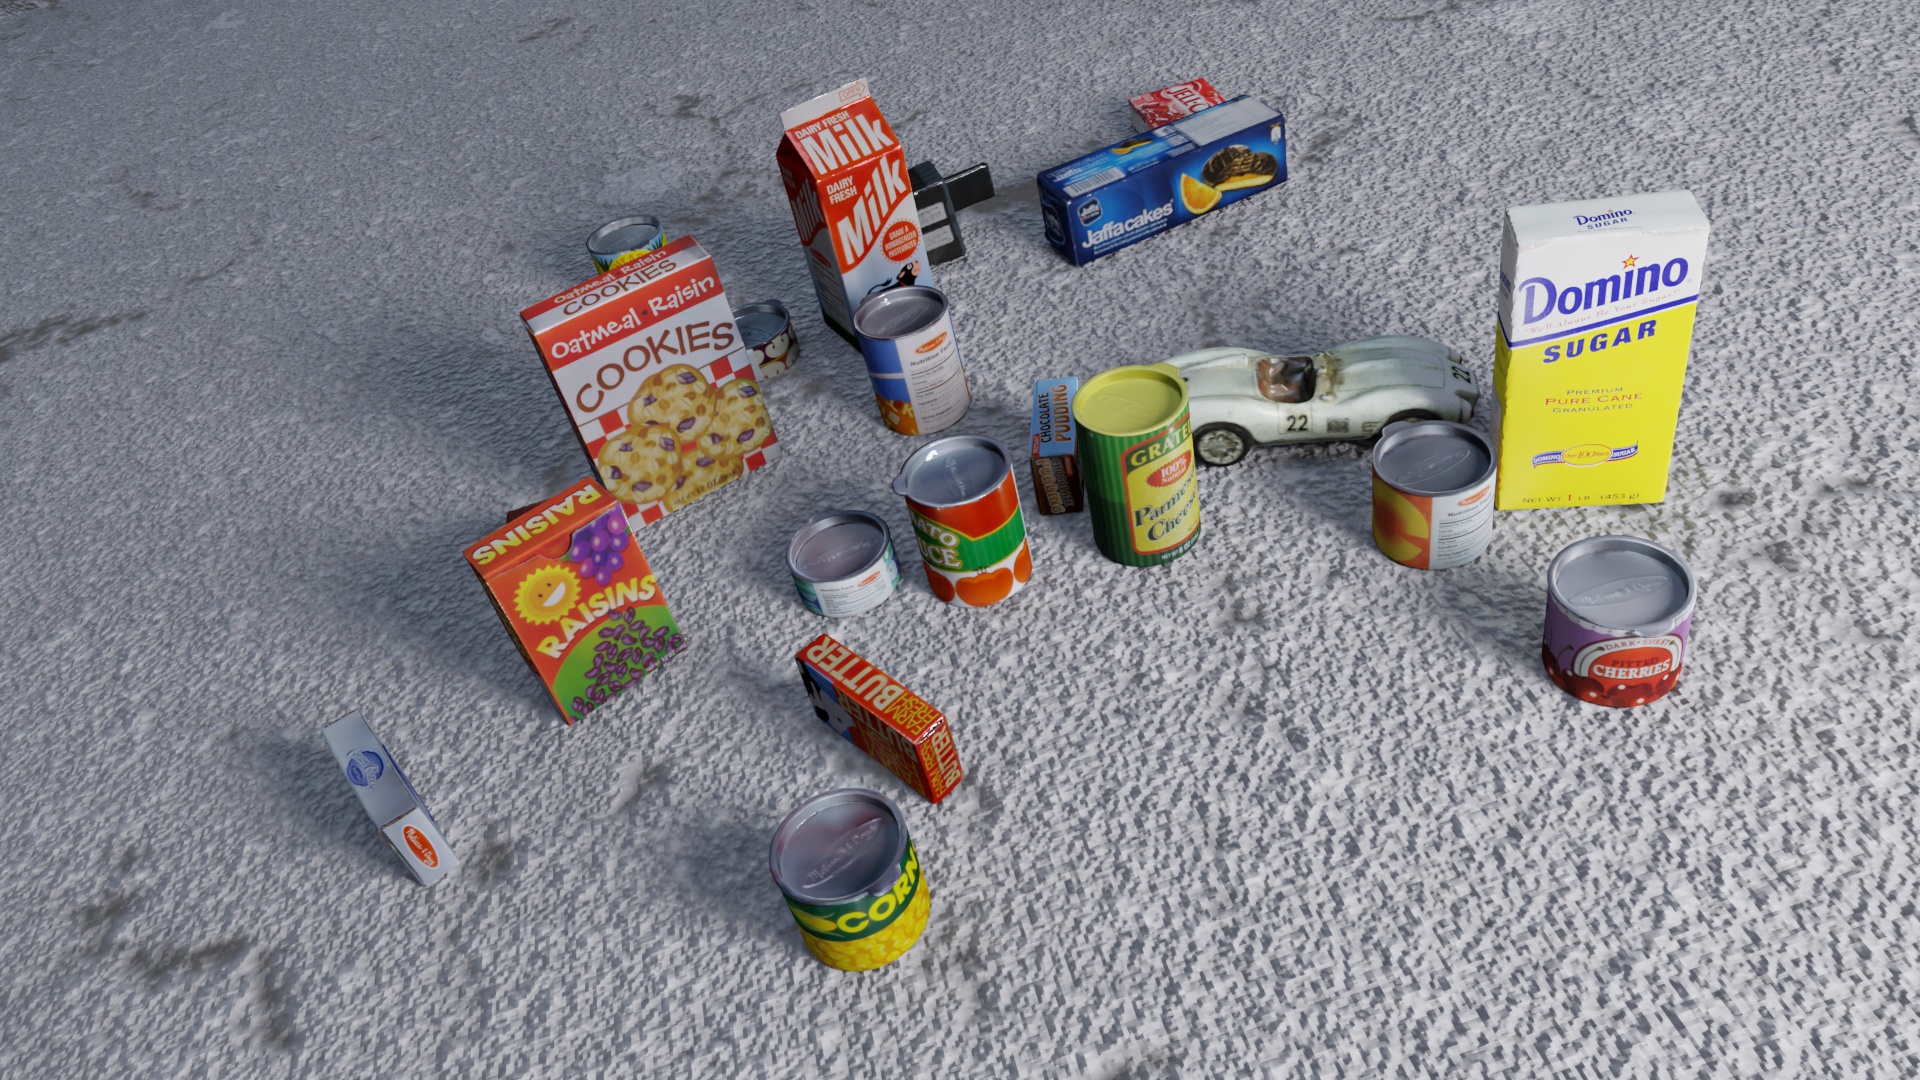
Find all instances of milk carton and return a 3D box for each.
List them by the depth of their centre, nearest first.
[{"bbox_3d":[-0.079,-0.242,1.035,0.072,0.189,0.073,-29,42,-17],"label":"milk carton"}]

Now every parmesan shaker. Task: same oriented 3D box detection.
[{"bbox_3d":[0.107,-0.044,0.818,0.071,0.102,0.072,-9,40,7],"label":"parmesan shaker"}]

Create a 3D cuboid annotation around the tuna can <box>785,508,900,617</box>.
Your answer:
[{"bbox_3d":[-0.073,0.013,0.860,0.071,0.032,0.071,-8,40,7],"label":"tuna can"}]

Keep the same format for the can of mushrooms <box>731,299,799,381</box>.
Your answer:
[{"bbox_3d":[-0.159,-0.155,1.079,0.071,0.033,0.071,-8,40,7],"label":"can of mushrooms"}]

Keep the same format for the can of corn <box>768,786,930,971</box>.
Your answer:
[{"bbox_3d":[-0.050,0.163,0.661,0.071,0.058,0.071,-8,40,7],"label":"can of corn"}]

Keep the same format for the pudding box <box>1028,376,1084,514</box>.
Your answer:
[{"bbox_3d":[0.063,-0.062,0.893,0.030,0.049,0.084,-5,41,11],"label":"pudding box"}]

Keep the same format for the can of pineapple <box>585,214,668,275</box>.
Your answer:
[{"bbox_3d":[-0.279,-0.238,1.192,0.071,0.057,0.071,-8,40,7],"label":"can of pineapple"}]

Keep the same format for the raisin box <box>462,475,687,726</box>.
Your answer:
[{"bbox_3d":[-0.221,0.036,0.807,0.086,0.122,0.040,-34,44,-21],"label":"raisin box"}]

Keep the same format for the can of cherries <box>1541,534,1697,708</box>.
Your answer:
[{"bbox_3d":[0.325,0.042,0.688,0.071,0.058,0.072,-8,40,7],"label":"can of cherries"}]

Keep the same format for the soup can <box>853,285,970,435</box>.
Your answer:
[{"bbox_3d":[-0.034,-0.126,0.970,0.071,0.083,0.072,-8,40,7],"label":"soup can"}]

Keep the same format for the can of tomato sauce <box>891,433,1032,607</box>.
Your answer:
[{"bbox_3d":[0.003,-0.010,0.825,0.071,0.082,0.071,-8,40,7],"label":"can of tomato sauce"}]

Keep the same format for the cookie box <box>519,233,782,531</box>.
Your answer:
[{"bbox_3d":[-0.202,-0.103,0.928,0.123,0.166,0.040,-29,42,-17],"label":"cookie box"}]

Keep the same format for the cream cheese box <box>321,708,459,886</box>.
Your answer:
[{"bbox_3d":[-0.316,0.141,0.768,0.024,0.053,0.104,-34,44,-21],"label":"cream cheese box"}]

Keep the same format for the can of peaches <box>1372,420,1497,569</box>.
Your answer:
[{"bbox_3d":[0.266,-0.027,0.785,0.071,0.057,0.071,-8,40,7],"label":"can of peaches"}]

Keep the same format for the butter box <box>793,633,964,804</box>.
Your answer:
[{"bbox_3d":[-0.044,0.094,0.742,0.024,0.053,0.103,-38,45,-25],"label":"butter box"}]
